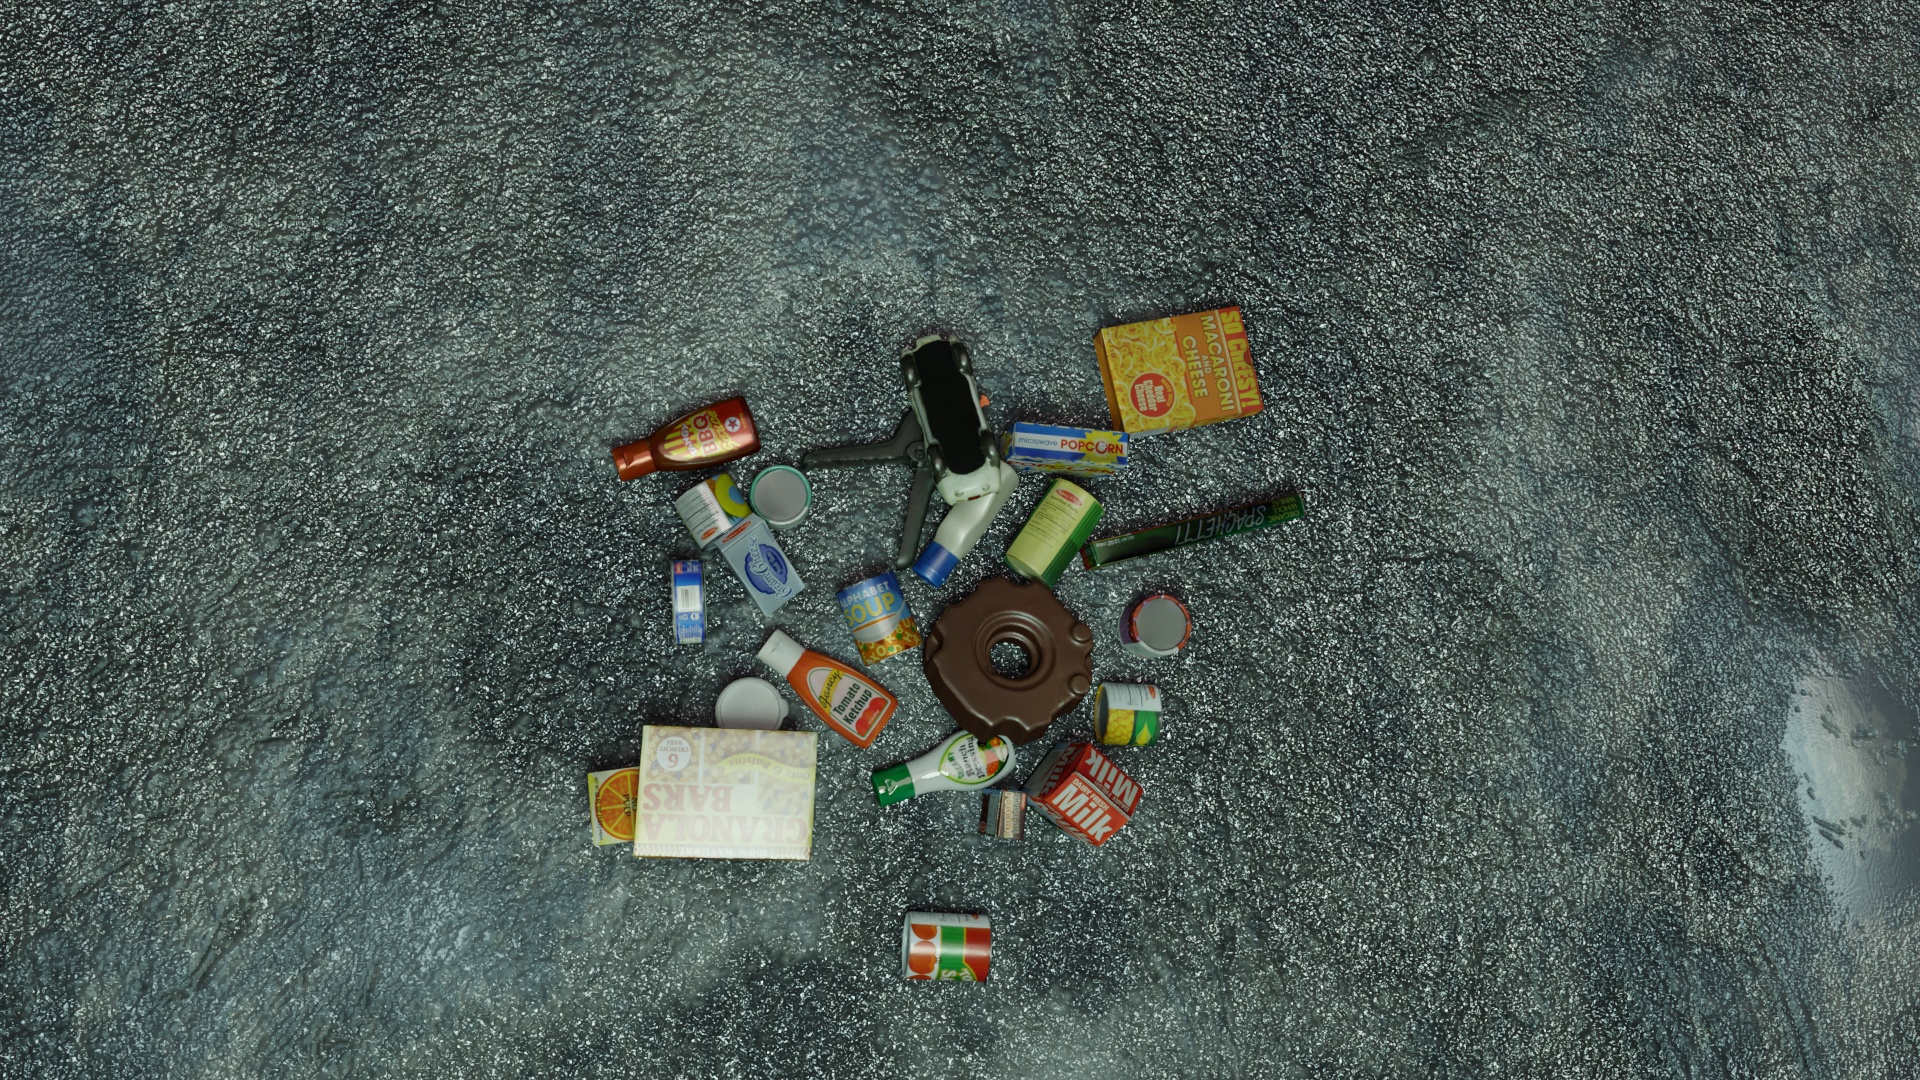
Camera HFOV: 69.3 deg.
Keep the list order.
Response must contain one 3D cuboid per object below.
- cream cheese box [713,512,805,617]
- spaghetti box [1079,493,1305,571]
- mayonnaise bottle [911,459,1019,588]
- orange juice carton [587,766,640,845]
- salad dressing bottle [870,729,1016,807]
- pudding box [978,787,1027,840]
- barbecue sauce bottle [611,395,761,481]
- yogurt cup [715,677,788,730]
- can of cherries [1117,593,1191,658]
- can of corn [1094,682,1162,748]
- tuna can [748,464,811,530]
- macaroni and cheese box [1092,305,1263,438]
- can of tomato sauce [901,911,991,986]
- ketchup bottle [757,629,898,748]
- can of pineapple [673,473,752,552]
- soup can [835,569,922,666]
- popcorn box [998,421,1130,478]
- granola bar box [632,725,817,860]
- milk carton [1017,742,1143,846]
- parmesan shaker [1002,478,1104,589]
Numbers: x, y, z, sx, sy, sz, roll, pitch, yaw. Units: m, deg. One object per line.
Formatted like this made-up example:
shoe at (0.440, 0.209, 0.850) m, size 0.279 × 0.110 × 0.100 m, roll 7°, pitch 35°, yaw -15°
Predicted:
cream cheese box at (-0.205, 0.026, 1.425) m, size 0.053 × 0.024 × 0.103 m, roll -39°, pitch 131°, yaw -14°
spaghetti box at (0.256, -0.010, 1.524) m, size 0.250 × 0.050 × 0.028 m, roll -13°, pitch 85°, yaw -11°
mayonnaise bottle at (0.005, -0.019, 1.480) m, size 0.041 × 0.064 × 0.148 m, roll 34°, pitch 81°, yaw 15°
orange juice carton at (-0.267, 0.254, 1.383) m, size 0.193 × 0.073 × 0.072 m, roll -6°, pitch 82°, yaw -11°
salad dressing bottle at (-0.018, 0.237, 1.441) m, size 0.148 × 0.044 × 0.064 m, roll -17°, pitch 81°, yaw -11°
pudding box at (0.043, 0.279, 1.424) m, size 0.030 × 0.083 × 0.050 m, roll 8°, pitch 79°, yaw -11°
barbecue sauce bottle at (-0.288, -0.101, 1.454) m, size 0.149 × 0.043 × 0.065 m, roll -19°, pitch 85°, yaw -11°
yogurt cup at (-0.215, 0.175, 1.415) m, size 0.072 × 0.054 × 0.072 m, roll 1°, pitch 81°, yaw -9°
can of cherries at (0.209, 0.090, 1.495) m, size 0.071 × 0.058 × 0.071 m, roll 1°, pitch 81°, yaw -9°
can of corn at (0.177, 0.186, 1.472) m, size 0.058 × 0.071 × 0.071 m, roll 4°, pitch 80°, yaw -8°
tuna can at (-0.191, -0.048, 1.466) m, size 0.071 × 0.032 × 0.071 m, roll 1°, pitch 81°, yaw -9°
macaroni and cheese box at (0.245, -0.187, 1.556) m, size 0.167 × 0.040 × 0.124 m, roll -11°, pitch 84°, yaw -11°
can of tomato sauce at (-0.014, 0.412, 1.401) m, size 0.083 × 0.071 × 0.071 m, roll 5°, pitch 80°, yaw -8°
ketchup bottle at (-0.140, 0.149, 1.437) m, size 0.149 × 0.043 × 0.065 m, roll 36°, pitch 77°, yaw -1°
can of pineapple at (-0.253, -0.029, 1.438) m, size 0.071 × 0.071 × 0.058 m, roll -31°, pitch 87°, yaw -12°
soup can at (-0.085, 0.081, 1.442) m, size 0.071 × 0.071 × 0.084 m, roll -22°, pitch 85°, yaw -12°
popcorn box at (0.110, -0.097, 1.496) m, size 0.127 × 0.085 × 0.038 m, roll 5°, pitch 82°, yaw -9°
granola bar box at (-0.225, 0.242, 1.334) m, size 0.166 × 0.039 × 0.124 m, roll 4°, pitch 80°, yaw -10°
milk carton at (0.121, 0.252, 1.386) m, size 0.072 × 0.190 × 0.073 m, roll 40°, pitch 78°, yaw -1°
parmesan shaker at (0.097, -0.008, 1.491) m, size 0.071 × 0.071 × 0.103 m, roll 36°, pitch 78°, yaw -2°
